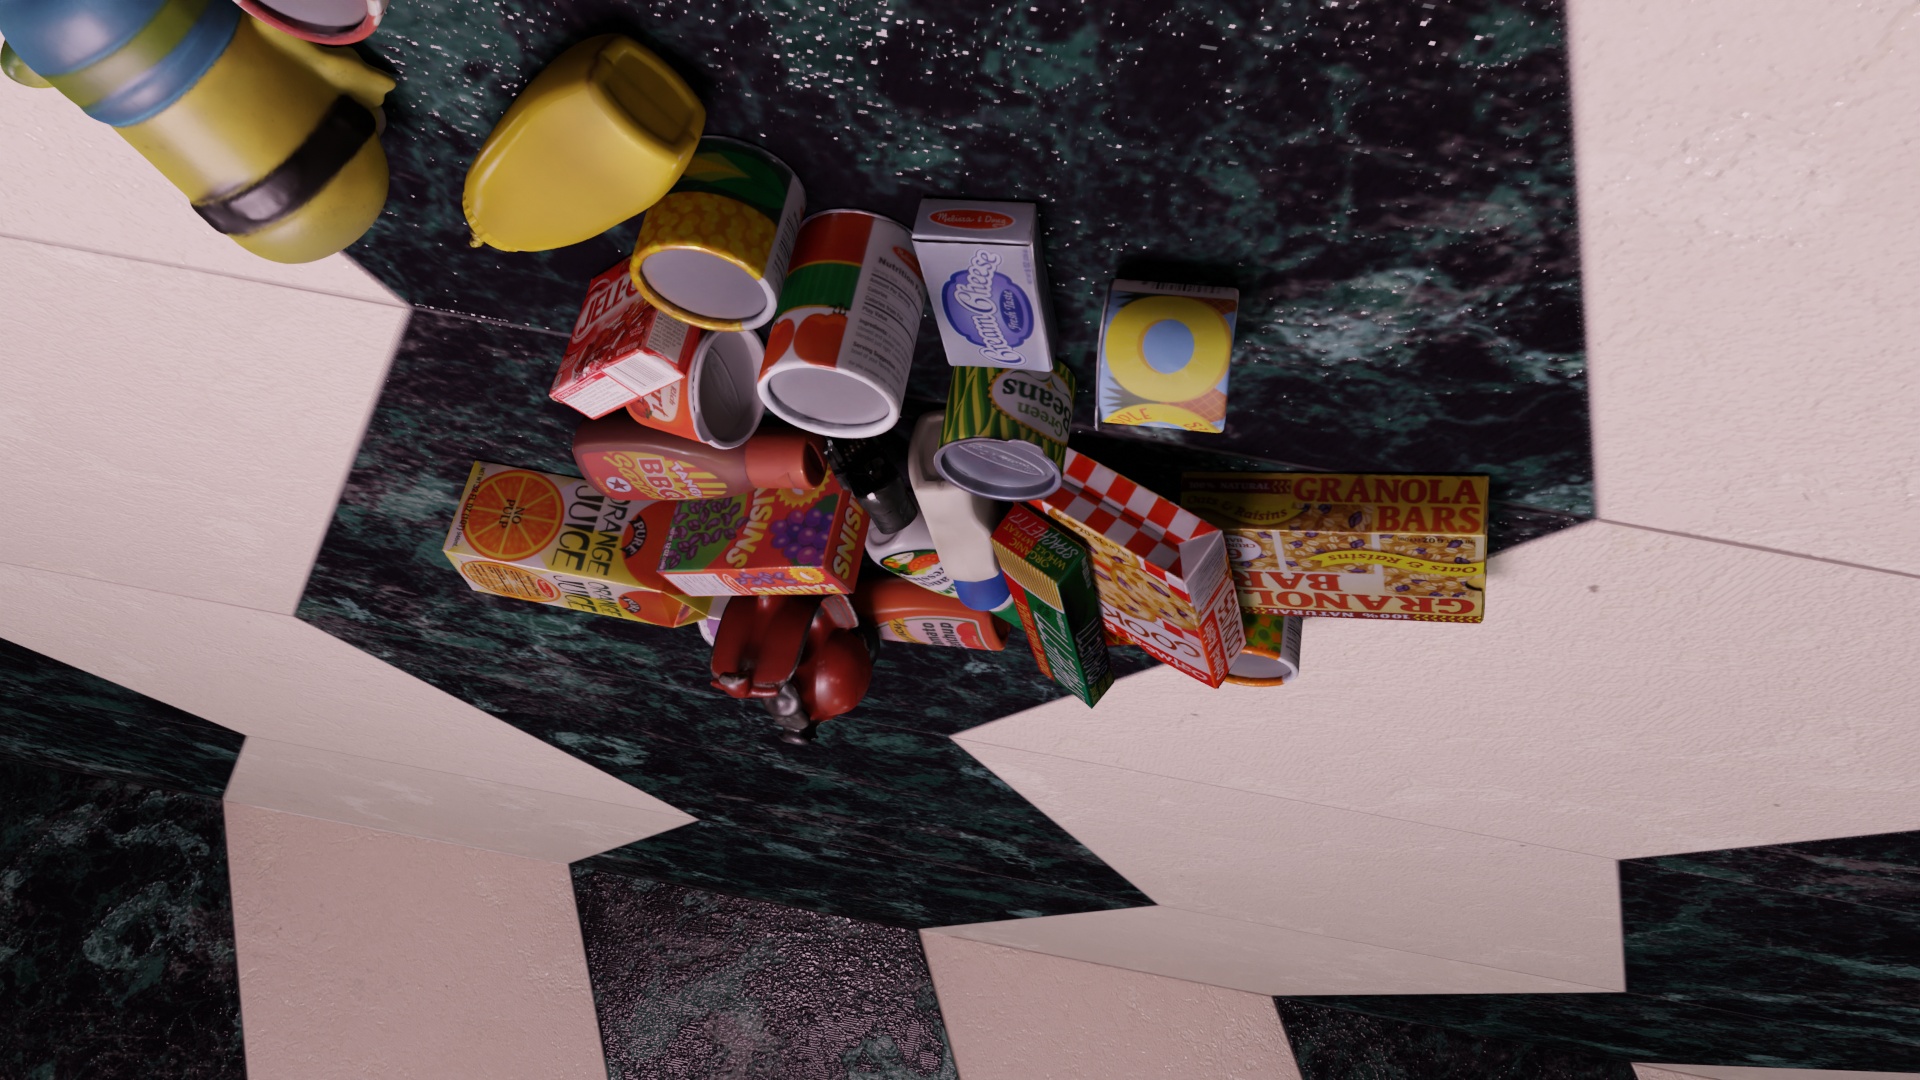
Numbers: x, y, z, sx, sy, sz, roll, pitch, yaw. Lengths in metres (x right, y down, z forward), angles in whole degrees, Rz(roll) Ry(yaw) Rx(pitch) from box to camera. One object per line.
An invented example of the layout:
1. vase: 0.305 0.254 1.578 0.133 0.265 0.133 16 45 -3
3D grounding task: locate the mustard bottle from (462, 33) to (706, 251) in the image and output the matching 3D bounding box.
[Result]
1. mustard bottle: -0.174 -0.158 0.594 0.160 0.049 0.065 -13 136 45

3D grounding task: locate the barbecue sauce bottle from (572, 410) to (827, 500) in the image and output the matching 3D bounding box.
1. barbecue sauce bottle: -0.154 -0.050 0.834 0.148 0.044 0.064 2 148 19

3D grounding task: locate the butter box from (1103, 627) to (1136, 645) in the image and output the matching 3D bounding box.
1. butter box: 0.104 0.053 0.980 0.103 0.024 0.053 -5 151 31

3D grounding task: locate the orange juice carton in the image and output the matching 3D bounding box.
1. orange juice carton: -0.247 0.007 0.966 0.193 0.072 0.072 10 156 2

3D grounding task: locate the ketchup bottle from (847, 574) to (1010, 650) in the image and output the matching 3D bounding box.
1. ketchup bottle: -0.041 0.050 1.010 0.149 0.044 0.064 3 152 18

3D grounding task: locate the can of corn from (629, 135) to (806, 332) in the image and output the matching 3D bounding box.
1. can of corn: -0.109 -0.134 0.610 0.071 0.058 0.071 9 156 4

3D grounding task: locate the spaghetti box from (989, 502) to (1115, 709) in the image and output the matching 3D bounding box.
1. spaghetti box: 0.063 0.049 0.873 0.050 0.029 0.249 36 167 22

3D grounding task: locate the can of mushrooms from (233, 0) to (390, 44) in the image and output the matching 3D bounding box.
1. can of mushrooms: -0.242 -0.217 0.513 0.071 0.033 0.070 8 156 4

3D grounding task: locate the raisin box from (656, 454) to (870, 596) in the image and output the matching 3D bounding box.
1. raisin box: -0.117 -0.011 0.854 0.123 0.086 0.040 -3 151 28

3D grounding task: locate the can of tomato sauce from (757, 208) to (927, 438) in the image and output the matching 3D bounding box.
1. can of tomato sauce: -0.054 -0.098 0.636 0.071 0.083 0.071 9 155 4

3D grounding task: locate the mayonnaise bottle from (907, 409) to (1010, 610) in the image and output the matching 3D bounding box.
1. mayonnaise bottle: 0.003 -0.010 0.812 0.041 0.065 0.147 -4 146 9

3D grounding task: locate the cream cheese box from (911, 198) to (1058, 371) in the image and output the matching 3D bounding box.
1. cream cheese box: 0.014 -0.115 0.641 0.053 0.024 0.103 6 156 12

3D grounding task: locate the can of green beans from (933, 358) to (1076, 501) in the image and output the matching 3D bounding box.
1. can of green beans: 0.024 -0.060 0.718 0.071 0.058 0.071 9 156 4

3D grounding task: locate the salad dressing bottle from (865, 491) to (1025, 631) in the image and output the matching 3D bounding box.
1. salad dressing bottle: 0.003 0.017 0.918 0.064 0.044 0.147 -21 142 39

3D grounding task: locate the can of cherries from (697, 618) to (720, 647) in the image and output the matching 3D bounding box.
1. can of cherries: -0.151 0.049 1.026 0.058 0.072 0.071 -3 152 26

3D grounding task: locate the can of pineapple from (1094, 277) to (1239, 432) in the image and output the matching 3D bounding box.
1. can of pineapple: 0.093 -0.082 0.628 0.058 0.071 0.070 6 156 10

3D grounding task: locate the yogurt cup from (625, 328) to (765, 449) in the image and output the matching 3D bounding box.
1. yogurt cup: -0.141 -0.084 0.730 0.054 0.072 0.072 9 157 25

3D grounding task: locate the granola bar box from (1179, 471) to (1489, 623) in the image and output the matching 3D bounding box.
1. granola bar box: 0.218 0.006 0.807 0.165 0.039 0.124 2 155 20

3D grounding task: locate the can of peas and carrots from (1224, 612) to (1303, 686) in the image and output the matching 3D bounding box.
1. can of peas and carrots: 0.188 0.058 0.911 0.071 0.059 0.070 9 155 4

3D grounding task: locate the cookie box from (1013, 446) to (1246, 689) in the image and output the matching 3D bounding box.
1. cookie box: 0.101 0.017 0.819 0.123 0.040 0.167 31 166 27
